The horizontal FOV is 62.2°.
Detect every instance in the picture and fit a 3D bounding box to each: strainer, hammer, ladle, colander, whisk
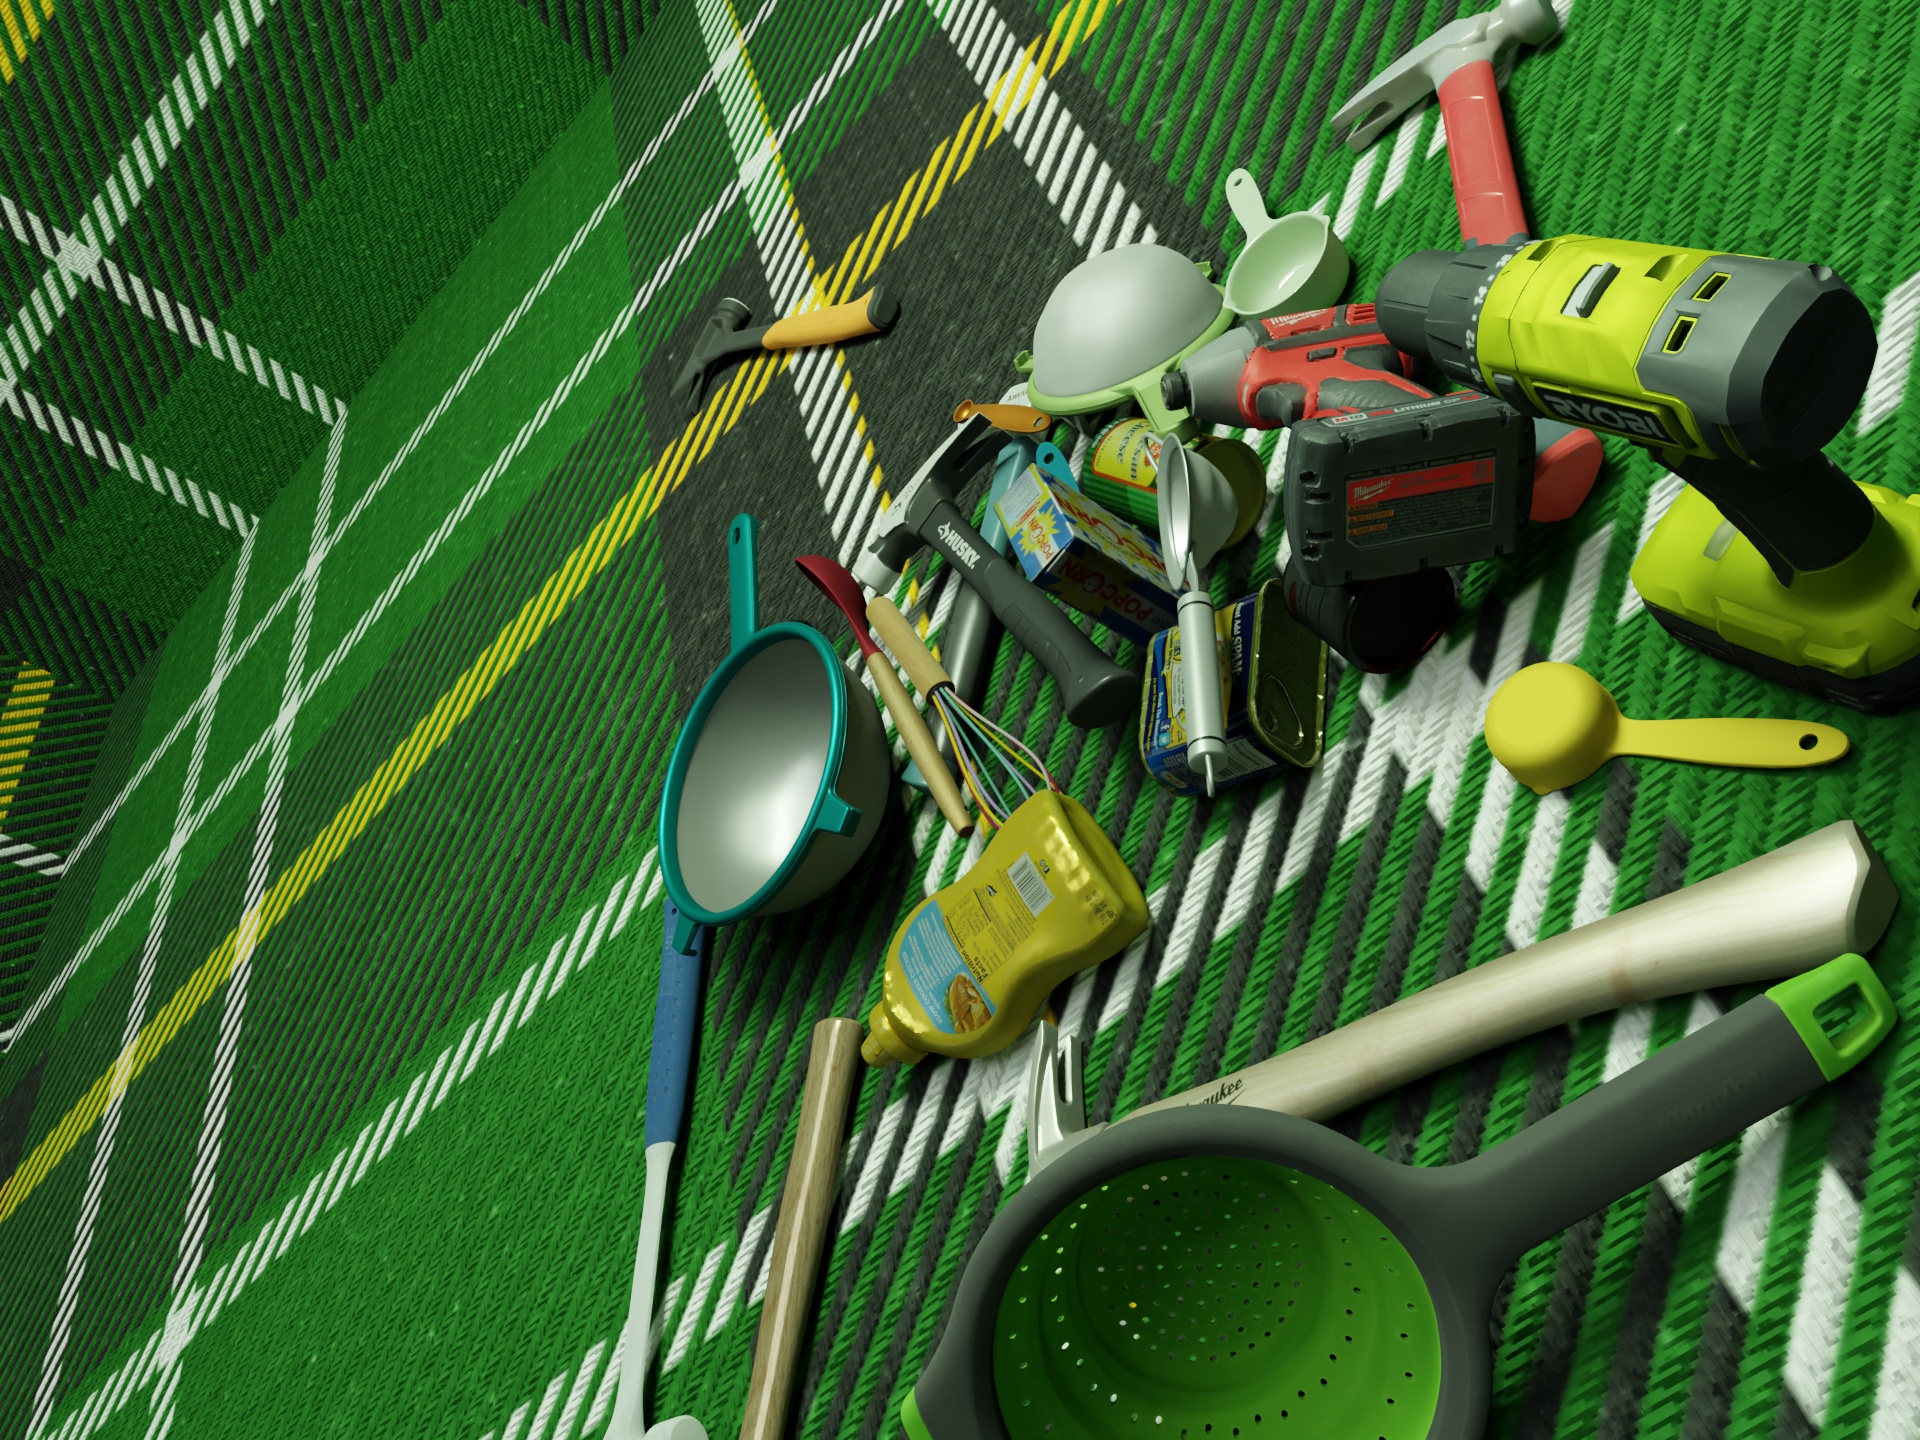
[{"bbox_3d":[-0.119,-0.005,1.122,0.211,0.095,0.341,-38,44,34],"label":"strainer"},{"bbox_3d":[0.105,-0.242,1.000,0.151,0.069,0.257,-25,28,9],"label":"strainer"},{"bbox_3d":[0.015,-0.096,1.101,0.128,0.033,0.331,-13,54,47],"label":"hammer"},{"bbox_3d":[-0.206,0.298,1.061,0.144,0.035,0.406,-31,43,33],"label":"hammer"},{"bbox_3d":[-0.170,-0.371,1.542,0.337,0.034,0.127,7,69,53],"label":"hammer"},{"bbox_3d":[-0.050,-0.025,1.059,0.031,0.069,0.316,-38,42,7],"label":"ladle"},{"bbox_3d":[0.030,-0.089,1.014,0.146,0.035,0.335,-53,34,10],"label":"hammer"},{"bbox_3d":[-0.097,0.329,0.906,0.130,0.031,0.332,-20,49,42],"label":"hammer"},{"bbox_3d":[0.124,-0.063,0.830,0.050,0.086,0.259,1,50,2],"label":"strainer"},{"bbox_3d":[0.286,-0.259,0.890,0.143,0.038,0.387,-28,44,38],"label":"hammer"},{"bbox_3d":[0.167,0.197,0.630,0.397,0.204,0.094,-33,4,8],"label":"colander"},{"bbox_3d":[0.190,0.136,0.702,0.410,0.038,0.146,-32,41,31],"label":"hammer"},{"bbox_3d":[0.000,-0.003,1.005,0.047,0.051,0.245,-31,48,-6],"label":"whisk"}]

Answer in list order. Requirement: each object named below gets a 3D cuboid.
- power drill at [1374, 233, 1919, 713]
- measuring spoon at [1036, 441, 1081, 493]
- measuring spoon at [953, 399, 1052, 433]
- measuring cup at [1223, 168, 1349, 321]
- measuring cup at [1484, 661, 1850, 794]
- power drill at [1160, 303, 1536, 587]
[{"bbox_3d":[0.276,-0.103,0.611,0.080,0.228,0.191,-56,34,2],"label":"power drill"},{"bbox_3d":[0.078,-0.137,1.049,0.042,0.021,0.129,-35,51,18],"label":"measuring spoon"},{"bbox_3d":[0.032,-0.215,1.138,0.117,0.011,0.021,23,81,53],"label":"measuring spoon"},{"bbox_3d":[0.204,-0.309,1.033,0.083,0.038,0.168,-38,37,26],"label":"measuring cup"},{"bbox_3d":[0.295,0.002,0.681,0.156,0.029,0.062,3,66,54],"label":"measuring cup"},{"bbox_3d":[0.192,-0.155,0.822,0.143,0.078,0.220,-10,31,-2],"label":"power drill"}]
